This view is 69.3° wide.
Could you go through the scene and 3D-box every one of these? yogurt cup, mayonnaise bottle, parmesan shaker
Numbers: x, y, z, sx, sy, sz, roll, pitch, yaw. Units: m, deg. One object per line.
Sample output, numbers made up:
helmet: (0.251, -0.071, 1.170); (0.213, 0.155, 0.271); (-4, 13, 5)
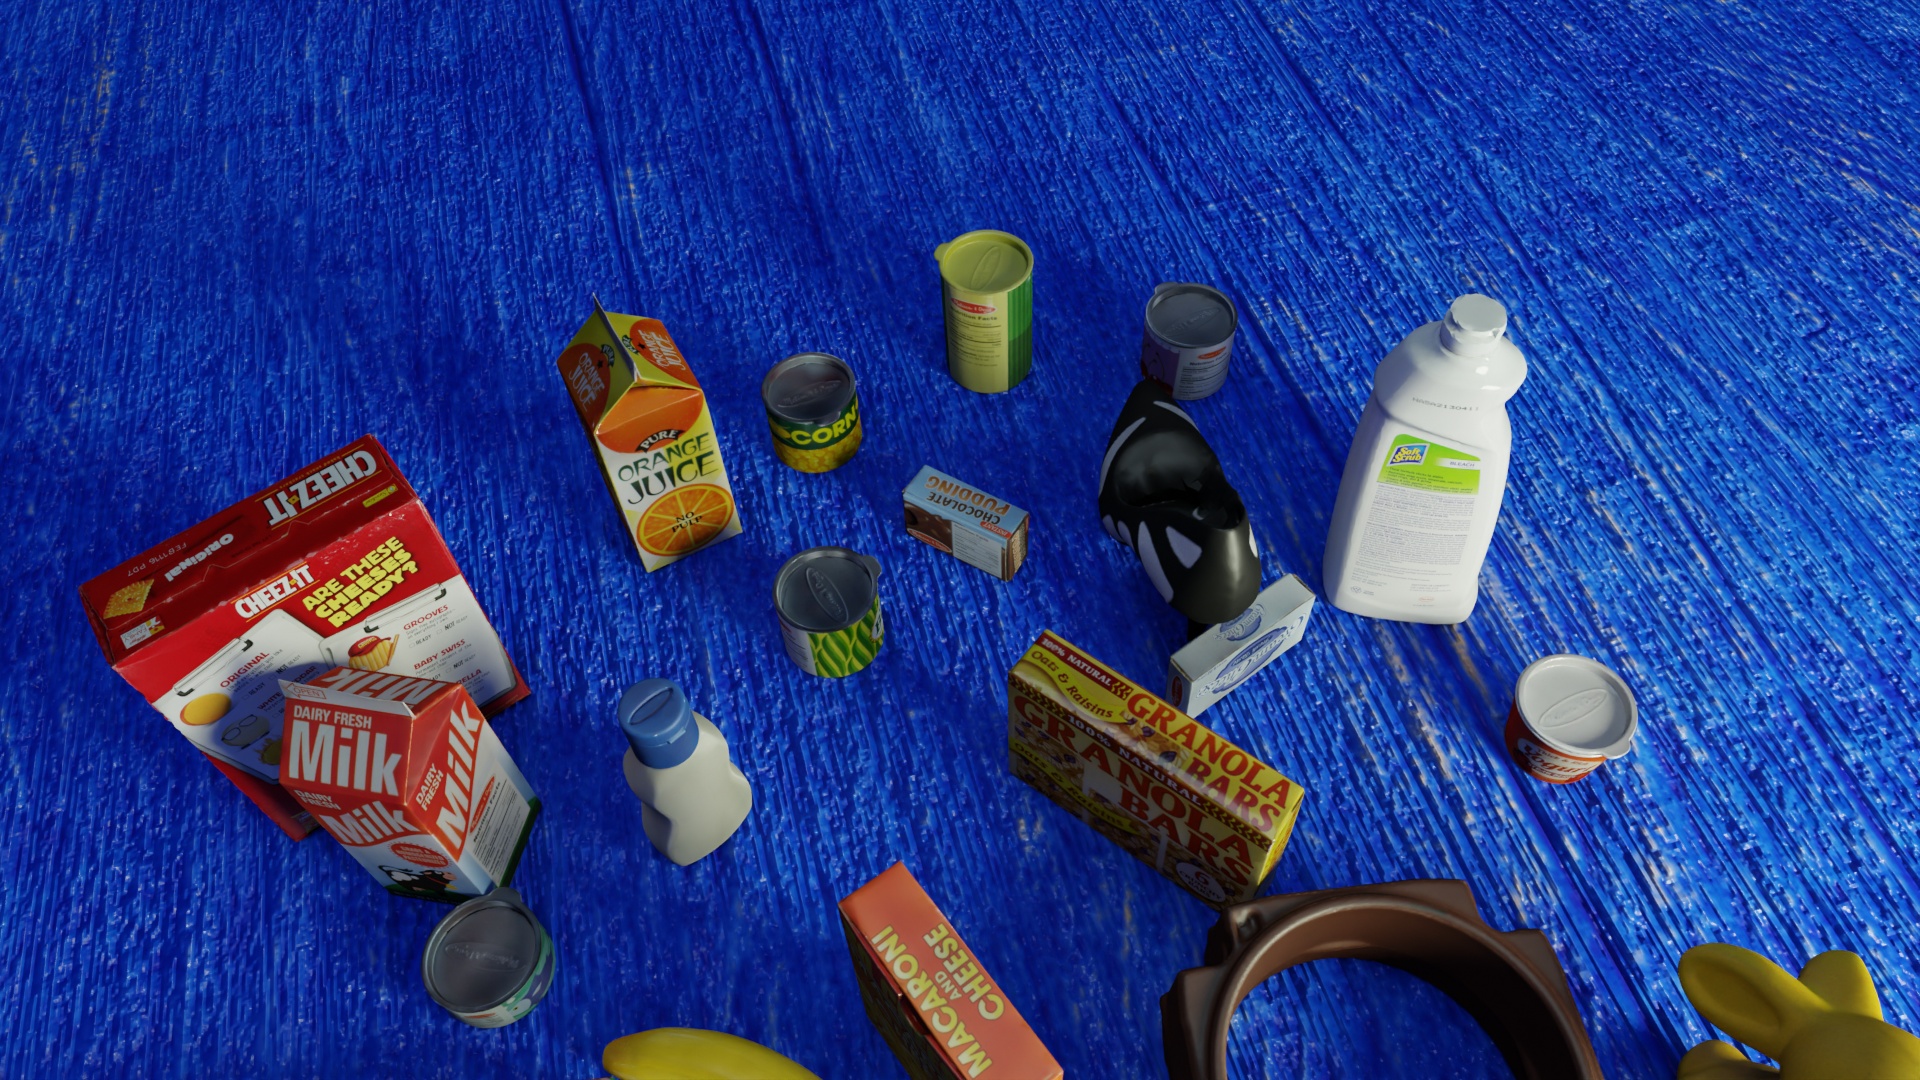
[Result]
yogurt cup: (0.359, 0.109, 0.826); (0.072, 0.053, 0.073); (-1, 54, 2)
mayonnaise bottle: (-0.157, 0.128, 0.777); (0.041, 0.147, 0.065); (37, 64, 25)
parmesan shaker: (0.017, -0.166, 1.011); (0.071, 0.102, 0.071); (-1, 54, 2)

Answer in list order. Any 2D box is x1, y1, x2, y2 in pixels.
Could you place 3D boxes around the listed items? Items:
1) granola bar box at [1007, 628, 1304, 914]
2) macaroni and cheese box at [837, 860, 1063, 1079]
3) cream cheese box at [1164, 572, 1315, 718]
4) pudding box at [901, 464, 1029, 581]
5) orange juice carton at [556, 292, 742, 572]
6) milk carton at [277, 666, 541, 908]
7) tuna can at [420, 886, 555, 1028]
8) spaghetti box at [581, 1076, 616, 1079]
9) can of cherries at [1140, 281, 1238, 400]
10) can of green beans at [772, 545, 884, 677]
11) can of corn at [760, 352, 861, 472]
granola bar box: (0.104, 0.133, 0.777); (0.166, 0.123, 0.039); (31, 61, 23)
macaroni and cheese box: (-0.004, 0.244, 0.675); (0.040, 0.165, 0.124); (-32, 59, -19)
cream cheese box: (0.173, 0.067, 0.866); (0.104, 0.053, 0.024); (-32, 59, -19)
pudding box: (0.003, -0.012, 0.932); (0.084, 0.049, 0.030); (25, 59, 19)
orange juice carton: (-0.202, -0.071, 0.896); (0.073, 0.191, 0.072); (-25, 57, -14)
milk carton: (-0.300, 0.129, 0.756); (0.072, 0.189, 0.074); (8, 55, 8)
tuna can: (-0.262, 0.233, 0.776); (0.071, 0.032, 0.071); (-1, 54, 2)
spaghetti box: (-0.294, 0.309, 0.712); (0.250, 0.050, 0.029); (-6, 54, -2)
can of cherries: (0.166, -0.147, 1.019); (0.071, 0.058, 0.072); (-1, 54, 2)
can of green beans: (-0.083, 0.046, 0.889); (0.071, 0.057, 0.071); (-1, 54, 2)
can of corn: (-0.104, -0.089, 0.988); (0.071, 0.058, 0.071); (-1, 54, 2)
